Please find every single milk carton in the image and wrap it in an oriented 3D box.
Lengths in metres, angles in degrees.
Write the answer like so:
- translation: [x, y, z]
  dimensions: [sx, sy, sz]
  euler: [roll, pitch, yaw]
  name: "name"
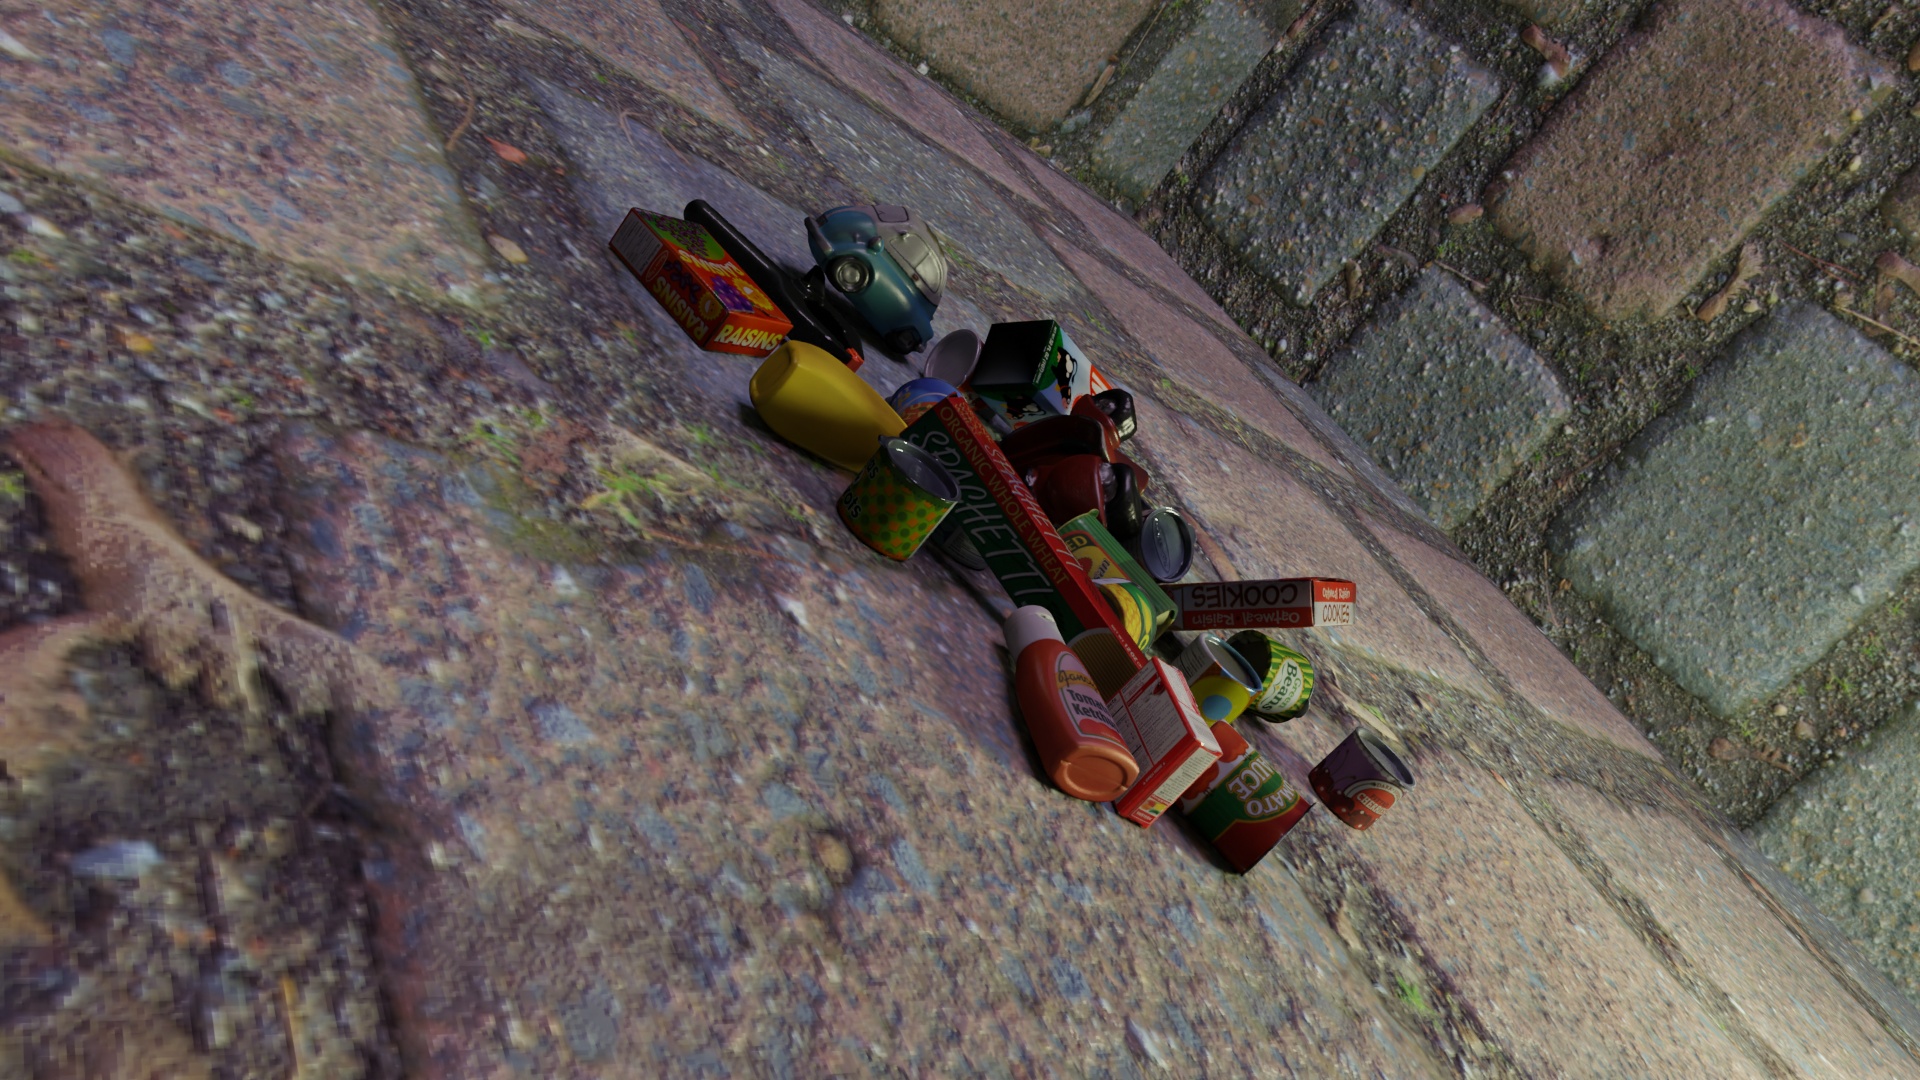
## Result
- translation: [0.096, -0.127, 1.329]
  dimensions: [0.073, 0.072, 0.190]
  euler: [2, -26, 37]
  name: "milk carton"

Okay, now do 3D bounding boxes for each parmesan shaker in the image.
- translation: [0.115, 0.035, 1.089]
  dimensions: [0.103, 0.071, 0.071]
  euler: [49, 21, 22]
  name: "parmesan shaker"

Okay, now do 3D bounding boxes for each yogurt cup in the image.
- translation: [0.007, -0.160, 1.324]
  dimensions: [0.054, 0.072, 0.073]
  euler: [34, 19, -41]
  name: "yogurt cup"

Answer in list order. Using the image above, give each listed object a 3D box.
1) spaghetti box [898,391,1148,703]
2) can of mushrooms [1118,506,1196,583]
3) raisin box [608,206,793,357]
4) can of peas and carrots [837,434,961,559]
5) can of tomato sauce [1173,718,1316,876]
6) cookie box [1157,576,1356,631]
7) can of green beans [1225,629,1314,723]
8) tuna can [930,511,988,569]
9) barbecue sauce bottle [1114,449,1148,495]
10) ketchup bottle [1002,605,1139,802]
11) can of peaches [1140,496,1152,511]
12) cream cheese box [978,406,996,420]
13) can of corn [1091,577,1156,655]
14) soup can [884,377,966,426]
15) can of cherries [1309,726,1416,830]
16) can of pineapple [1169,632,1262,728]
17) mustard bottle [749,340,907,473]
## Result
- translation: [0.046, 0.009, 0.983]
  dimensions: [0.250, 0.050, 0.029]
  euler: [55, 21, 6]
  name: "spaghetti box"
- translation: [0.170, 0.005, 1.206]
  dimensions: [0.071, 0.033, 0.071]
  euler: [6, 80, -38]
  name: "can of mushrooms"
- translation: [-0.198, -0.197, 1.064]
  dimensions: [0.123, 0.040, 0.086]
  euler: [48, 20, 17]
  name: "raisin box"
- translation: [-0.044, -0.030, 0.958]
  dimensions: [0.071, 0.058, 0.071]
  euler: [35, 20, -14]
  name: "can of peas and carrots"
- translation: [0.183, 0.170, 0.929]
  dimensions: [0.083, 0.071, 0.071]
  euler: [46, 20, 15]
  name: "can of tomato sauce"
- translation: [0.226, 0.053, 1.142]
  dimensions: [0.123, 0.167, 0.040]
  euler: [4, 84, -60]
  name: "cookie box"
- translation: [0.258, 0.116, 1.185]
  dimensions: [0.058, 0.071, 0.071]
  euler: [27, 23, -32]
  name: "can of green beans"
- translation: [0.004, -0.013, 1.047]
  dimensions: [0.071, 0.032, 0.071]
  euler: [35, 20, -15]
  name: "tuna can"
- translation: [0.124, -0.095, 1.427]
  dimensions: [0.148, 0.043, 0.065]
  euler: [37, 20, -7]
  name: "barbecue sauce bottle"
- translation: [0.063, 0.101, 0.899]
  dimensions: [0.064, 0.043, 0.149]
  euler: [28, 23, -31]
  name: "ketchup bottle"
- translation: [0.140, -0.014, 1.262]
  dimensions: [0.071, 0.058, 0.071]
  euler: [36, 19, -14]
  name: "can of peaches"
- translation: [0.043, -0.158, 1.399]
  dimensions: [0.024, 0.053, 0.104]
  euler: [41, 19, -6]
  name: "cream cheese box"
- translation: [0.104, 0.063, 1.021]
  dimensions: [0.071, 0.071, 0.058]
  euler: [48, 21, 21]
  name: "can of corn"
- translation: [-0.028, -0.084, 1.097]
  dimensions: [0.071, 0.071, 0.084]
  euler: [34, 21, -18]
  name: "soup can"
- translation: [0.336, 0.201, 1.160]
  dimensions: [0.071, 0.058, 0.072]
  euler: [36, 19, -15]
  name: "can of cherries"
- translation: [0.194, 0.115, 1.085]
  dimensions: [0.071, 0.057, 0.071]
  euler: [35, 20, -15]
  name: "can of pineapple"
- translation: [-0.079, -0.082, 1.009]
  dimensions: [0.160, 0.065, 0.049]
  euler: [34, 24, -38]
  name: "mustard bottle"
